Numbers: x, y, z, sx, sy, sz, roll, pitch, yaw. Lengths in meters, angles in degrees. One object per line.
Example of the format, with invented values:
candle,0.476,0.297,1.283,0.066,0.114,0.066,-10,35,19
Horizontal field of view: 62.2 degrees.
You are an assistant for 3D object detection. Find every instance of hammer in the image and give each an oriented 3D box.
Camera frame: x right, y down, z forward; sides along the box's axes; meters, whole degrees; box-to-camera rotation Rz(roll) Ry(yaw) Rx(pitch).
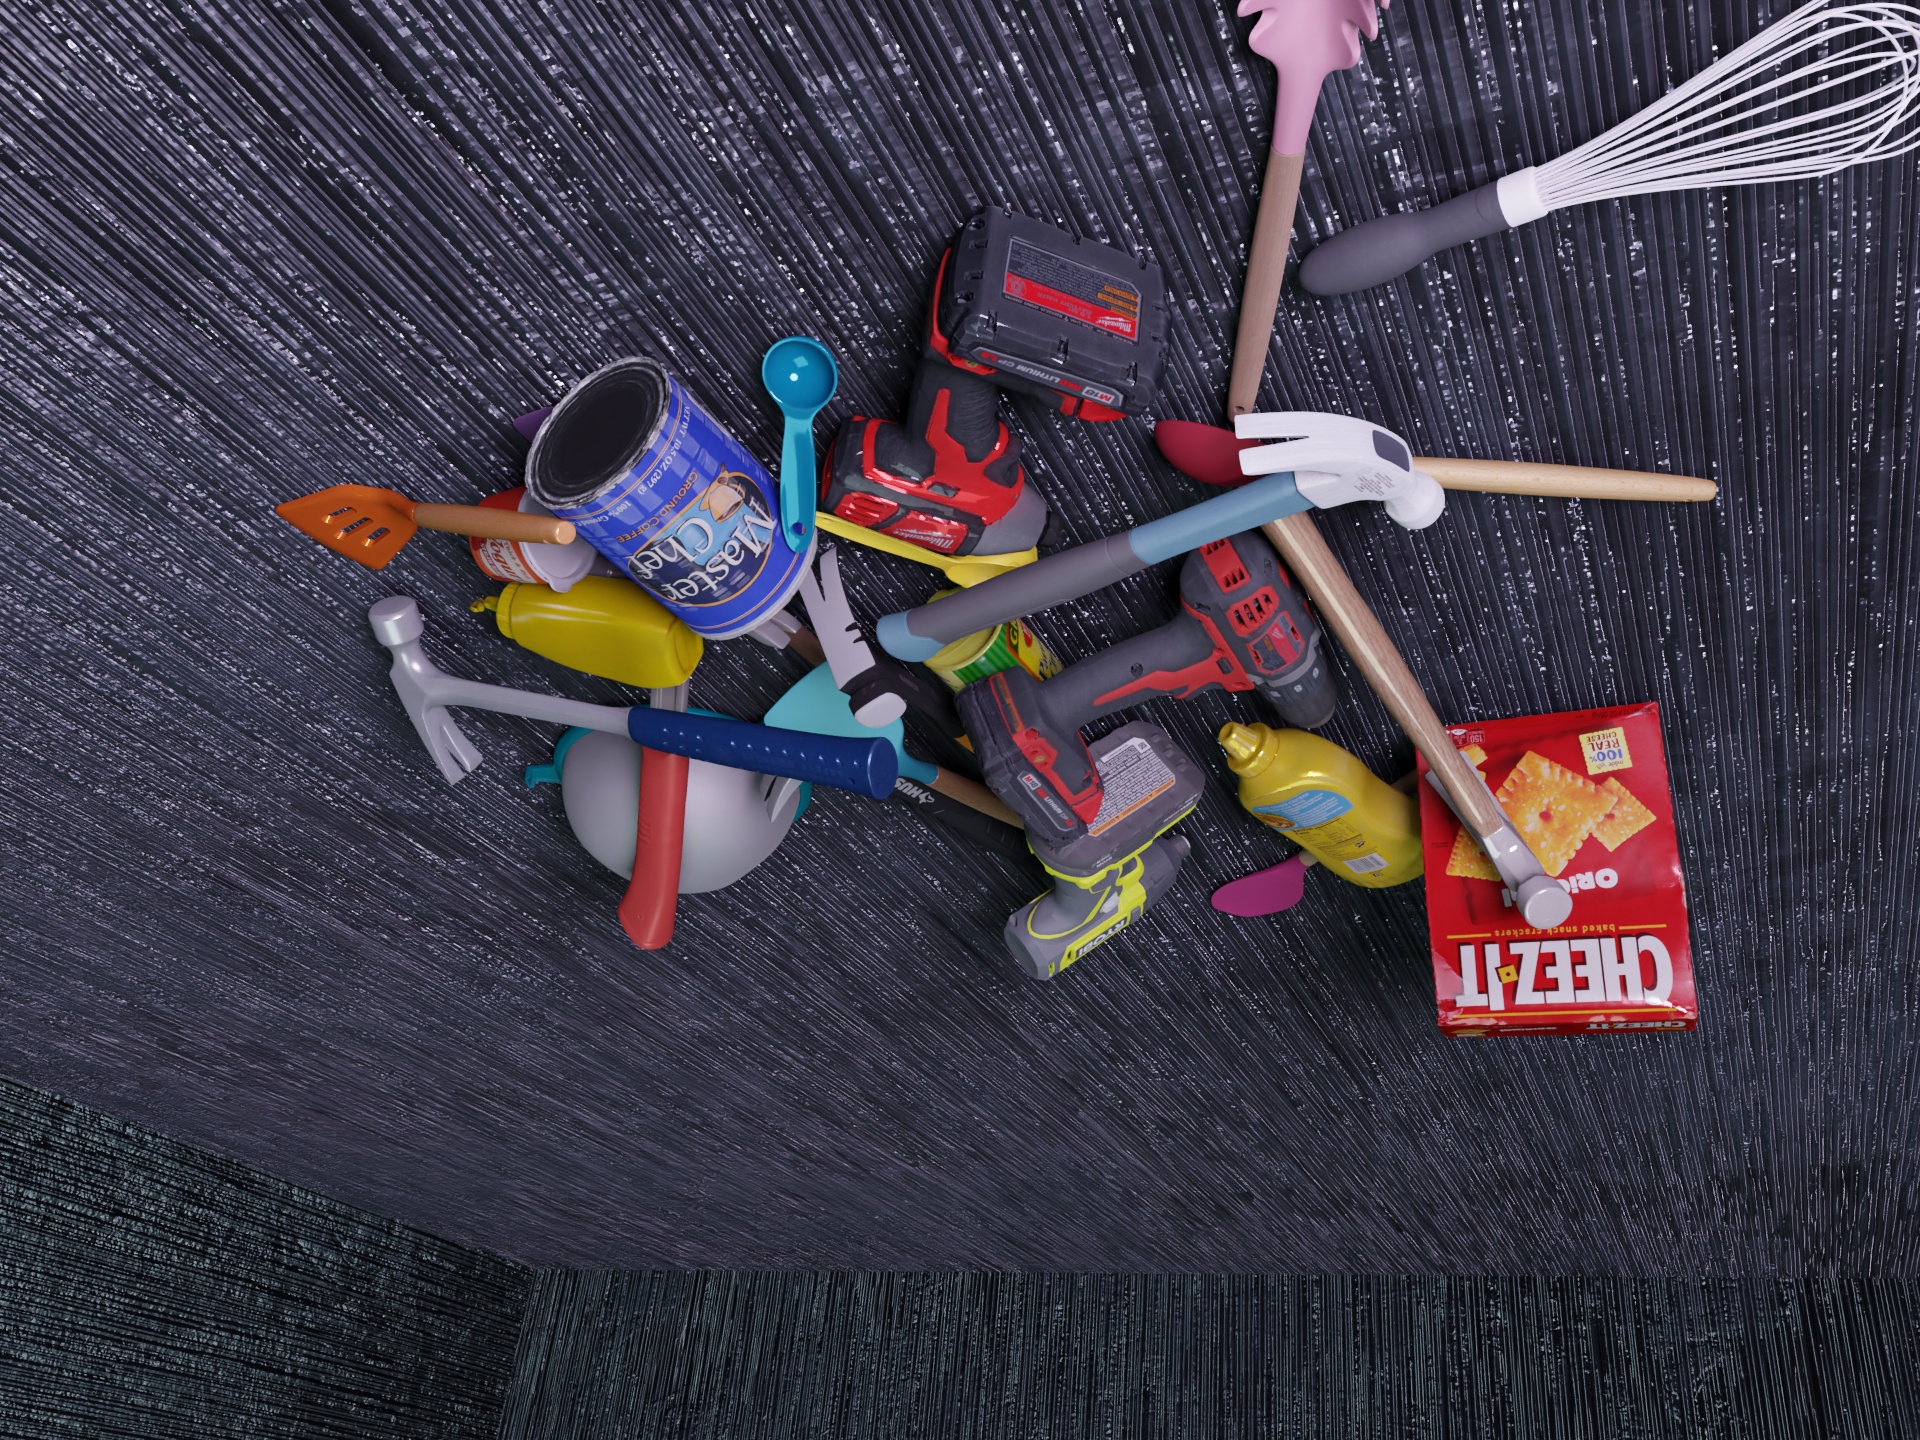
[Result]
hammer,-0.012,0.070,1.253,0.146,0.035,0.334,-38,140,18
hammer,0.272,-0.017,0.982,0.031,0.130,0.331,-34,114,12
hammer,-0.204,0.042,1.141,0.149,0.037,0.358,21,132,9
hammer,-0.002,-0.004,1.118,0.034,0.127,0.336,-33,149,14
hammer,0.092,-0.093,0.897,0.331,0.033,0.128,-18,154,33
hammer,-0.225,0.006,1.070,0.406,0.035,0.144,9,128,26

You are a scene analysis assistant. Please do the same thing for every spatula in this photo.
spatula,-0.011,0.037,1.172,0.082,0.044,0.317,-40,144,17
spatula,-0.163,-0.105,1.037,0.060,0.018,0.315,-8,147,33
spatula,-0.319,-0.115,0.962,0.323,0.041,0.081,12,163,48

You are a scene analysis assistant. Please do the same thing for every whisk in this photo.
whisk,0.276,-0.240,0.690,0.284,0.070,0.070,-12,146,37

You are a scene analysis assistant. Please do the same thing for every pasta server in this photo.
pasta server,0.145,-0.238,0.731,0.060,0.040,0.316,15,152,10

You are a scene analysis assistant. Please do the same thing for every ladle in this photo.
ladle,0.264,-0.139,0.885,0.315,0.031,0.069,4,178,-2

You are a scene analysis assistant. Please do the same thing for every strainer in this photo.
strainer,-0.185,0.059,1.243,0.210,0.095,0.340,30,140,-34

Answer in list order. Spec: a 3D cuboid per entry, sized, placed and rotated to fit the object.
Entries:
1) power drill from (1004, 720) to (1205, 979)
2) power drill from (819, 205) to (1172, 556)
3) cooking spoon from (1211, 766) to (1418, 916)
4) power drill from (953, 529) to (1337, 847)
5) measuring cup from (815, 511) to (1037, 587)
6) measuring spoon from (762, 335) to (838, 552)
power drill,0.117,0.101,1.235,0.171,0.080,0.223,-32,154,-17
power drill,0.020,-0.161,0.853,0.143,0.079,0.219,16,151,-16
cooking spoon,0.298,0.103,1.306,0.068,0.017,0.318,17,149,-14
power drill,0.131,-0.011,1.031,0.226,0.080,0.187,-31,140,11
measuring cup,-0.022,-0.113,0.965,0.156,0.029,0.062,15,165,-27
measuring spoon,-0.088,-0.155,0.890,0.042,0.021,0.128,9,123,6
